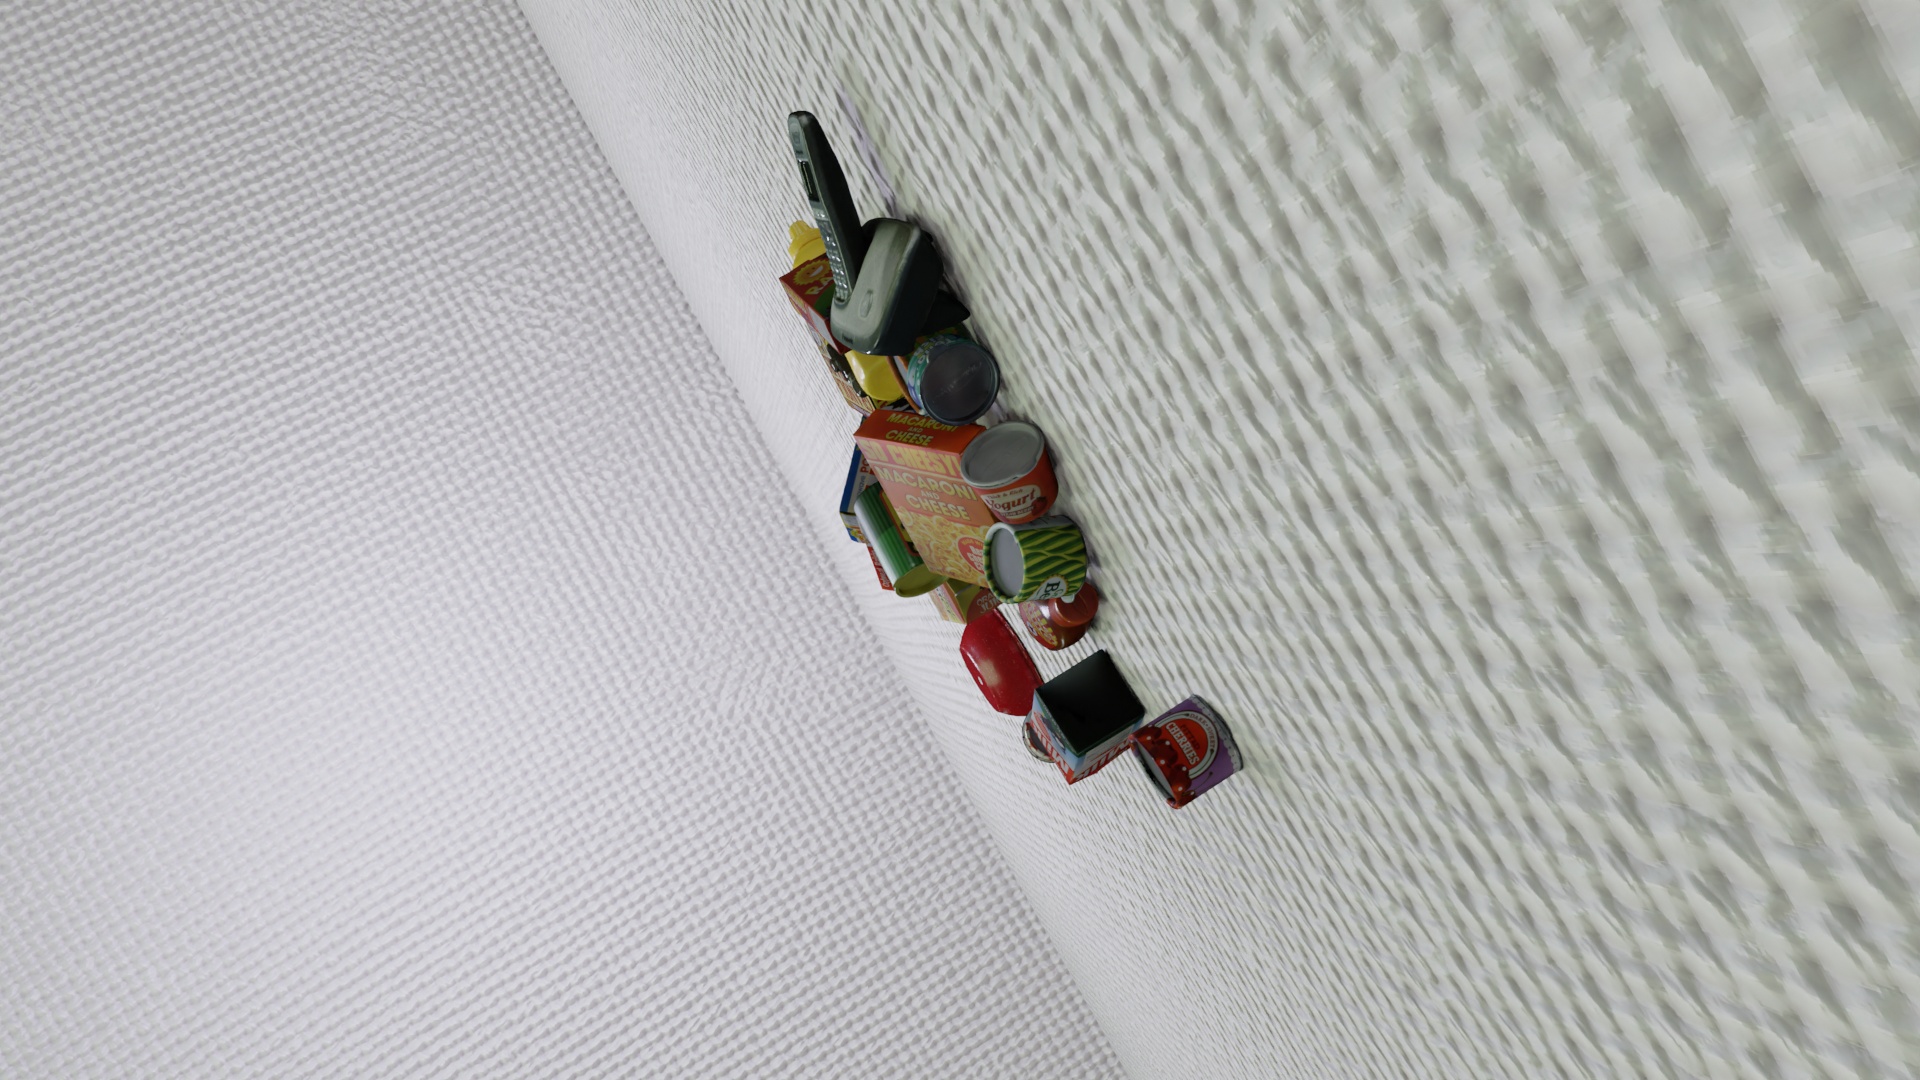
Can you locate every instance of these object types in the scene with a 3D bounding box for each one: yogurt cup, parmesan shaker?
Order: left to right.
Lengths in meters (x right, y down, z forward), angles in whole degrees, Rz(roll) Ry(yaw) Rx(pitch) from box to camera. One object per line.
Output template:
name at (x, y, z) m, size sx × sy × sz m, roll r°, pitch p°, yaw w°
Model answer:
parmesan shaker at (-0.057, -0.004, 1.356) m, size 0.103 × 0.071 × 0.071 m, roll 61°, pitch 171°, yaw 24°
yogurt cup at (0.040, -0.050, 1.059) m, size 0.072 × 0.072 × 0.053 m, roll 49°, pitch 173°, yaw 49°

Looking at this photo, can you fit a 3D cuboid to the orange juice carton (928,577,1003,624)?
orange juice carton at (0.010, 0.038, 1.448) m, size 0.073 × 0.072 × 0.192 m, roll 61°, pitch 171°, yaw -3°

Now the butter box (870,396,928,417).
butter box at (-0.041, -0.095, 1.371) m, size 0.104 × 0.053 × 0.024 m, roll 54°, pitch 166°, yaw 27°

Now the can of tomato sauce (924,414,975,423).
can of tomato sauce at (-0.024, -0.076, 1.246) m, size 0.071 × 0.083 × 0.071 m, roll 57°, pitch 170°, yaw 16°

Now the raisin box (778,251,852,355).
raisin box at (-0.096, -0.215, 1.201) m, size 0.124 × 0.086 × 0.040 m, roll 47°, pitch 165°, yaw 53°

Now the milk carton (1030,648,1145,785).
milk carton at (0.115, 0.172, 1.297) m, size 0.072 × 0.073 × 0.190 m, roll 57°, pitch 170°, yaw 18°

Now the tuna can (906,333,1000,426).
tuna can at (-0.007, -0.125, 1.064) m, size 0.033 × 0.071 × 0.070 m, roll 44°, pitch 161°, yaw 58°

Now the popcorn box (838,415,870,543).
popcorn box at (-0.099, -0.069, 1.560) m, size 0.085 × 0.038 × 0.127 m, roll 75°, pitch -154°, yaw -67°

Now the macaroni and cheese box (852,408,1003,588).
macaroni and cheese box at (-0.004, -0.032, 1.161) m, size 0.124 × 0.040 × 0.165 m, roll 13°, pitch 143°, yaw 41°

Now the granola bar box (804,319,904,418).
granola bar box at (-0.113, -0.193, 1.493) m, size 0.124 × 0.039 × 0.166 m, roll 64°, pitch 170°, yaw -21°

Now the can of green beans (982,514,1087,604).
can of green beans at (0.058, 0.015, 1.097) m, size 0.071 × 0.058 × 0.071 m, roll 19°, pitch 112°, yaw 58°

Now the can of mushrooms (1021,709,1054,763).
can of mushrooms at (0.101, 0.206, 1.490) m, size 0.071 × 0.071 × 0.033 m, roll 58°, pitch 169°, yaw 12°

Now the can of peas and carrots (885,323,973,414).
can of peas and carrots at (-0.022, -0.144, 1.112) m, size 0.071 × 0.059 × 0.070 m, roll 57°, pitch 169°, yaw 17°

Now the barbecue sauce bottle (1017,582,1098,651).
barbecue sauce bottle at (0.087, 0.060, 1.199) m, size 0.065 × 0.044 × 0.148 m, roll 56°, pitch 170°, yaw 3°

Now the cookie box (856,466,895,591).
cookie box at (-0.068, -0.034, 1.526) m, size 0.166 × 0.040 × 0.123 m, roll 77°, pitch -158°, yaw -60°

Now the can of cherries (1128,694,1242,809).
can of cherries at (0.166, 0.157, 1.031) m, size 0.071 × 0.058 × 0.071 m, roll 57°, pitch 170°, yaw 16°
